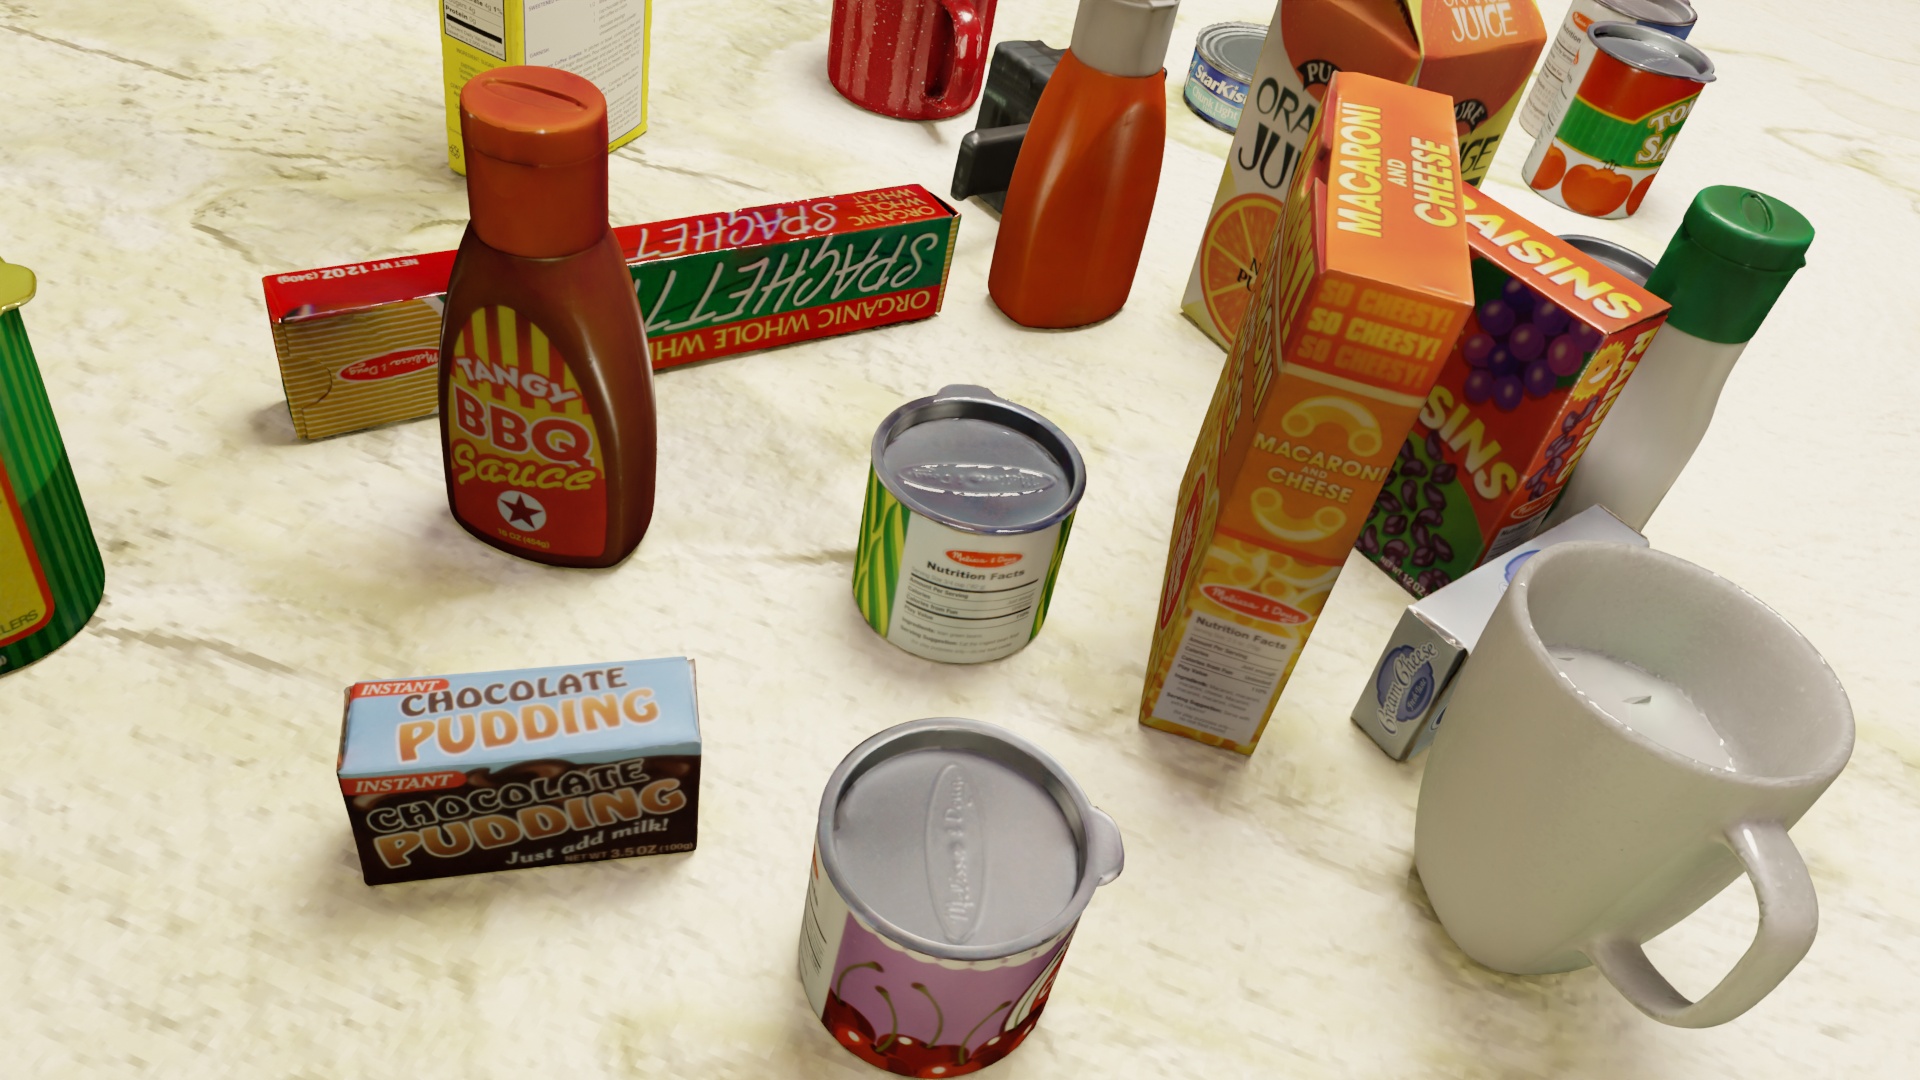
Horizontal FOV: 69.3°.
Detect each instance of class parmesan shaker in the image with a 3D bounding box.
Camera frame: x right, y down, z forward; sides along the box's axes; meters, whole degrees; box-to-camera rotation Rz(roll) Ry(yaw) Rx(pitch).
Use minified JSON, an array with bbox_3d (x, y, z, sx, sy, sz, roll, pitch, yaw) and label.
[{"bbox_3d":[-0.264,-0.020,0.356,0.071,0.102,0.072,7,42,-6],"label":"parmesan shaker"}]

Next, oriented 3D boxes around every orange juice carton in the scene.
[{"bbox_3d":[0.158,-0.156,0.542,0.072,0.191,0.073,-17,50,-29],"label":"orange juice carton"}]

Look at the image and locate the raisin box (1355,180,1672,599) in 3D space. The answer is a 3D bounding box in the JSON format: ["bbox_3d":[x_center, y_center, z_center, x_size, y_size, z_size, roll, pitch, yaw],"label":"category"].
[{"bbox_3d":[0.170,-0.047,0.477,0.040,0.122,0.086,-20,51,-31],"label":"raisin box"}]

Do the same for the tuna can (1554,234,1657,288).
[{"bbox_3d":[0.291,-0.111,0.644,0.071,0.032,0.071,7,42,-6],"label":"tuna can"}]

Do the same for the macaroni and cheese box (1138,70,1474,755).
[{"bbox_3d":[0.099,-0.037,0.416,0.040,0.165,0.124,16,42,3],"label":"macaroni and cheese box"}]

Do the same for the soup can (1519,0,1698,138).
[{"bbox_3d":[0.375,-0.273,0.804,0.071,0.083,0.072,7,42,-6],"label":"soup can"}]

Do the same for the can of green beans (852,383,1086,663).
[{"bbox_3d":[0.001,-0.004,0.437,0.071,0.057,0.071,7,42,-6],"label":"can of green beans"}]

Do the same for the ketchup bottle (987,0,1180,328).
[{"bbox_3d":[0.053,-0.156,0.549,0.065,0.148,0.044,-16,49,-28],"label":"ketchup bottle"}]

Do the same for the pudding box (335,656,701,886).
[{"bbox_3d":[-0.108,0.057,0.350,0.084,0.049,0.030,-3,44,-16],"label":"pudding box"}]

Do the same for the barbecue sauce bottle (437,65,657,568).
[{"bbox_3d":[-0.120,-0.060,0.401,0.065,0.147,0.044,16,42,4],"label":"barbecue sauce bottle"}]

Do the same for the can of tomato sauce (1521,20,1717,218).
[{"bbox_3d":[0.352,-0.224,0.745,0.071,0.082,0.071,7,42,-6],"label":"can of tomato sauce"}]

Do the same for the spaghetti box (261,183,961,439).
[{"bbox_3d":[-0.115,-0.088,0.507,0.251,0.049,0.029,-16,49,-28],"label":"spaghetti box"}]

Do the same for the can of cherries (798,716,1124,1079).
[{"bbox_3d":[-0.002,0.087,0.336,0.071,0.058,0.072,7,42,-6],"label":"can of cherries"}]

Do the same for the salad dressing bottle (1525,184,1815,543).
[{"bbox_3d":[0.233,-0.048,0.475,0.044,0.146,0.064,21,42,9],"label":"salad dressing bottle"}]

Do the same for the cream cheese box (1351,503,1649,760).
[{"bbox_3d":[0.174,0.029,0.447,0.104,0.053,0.024,-22,52,-32],"label":"cream cheese box"}]
